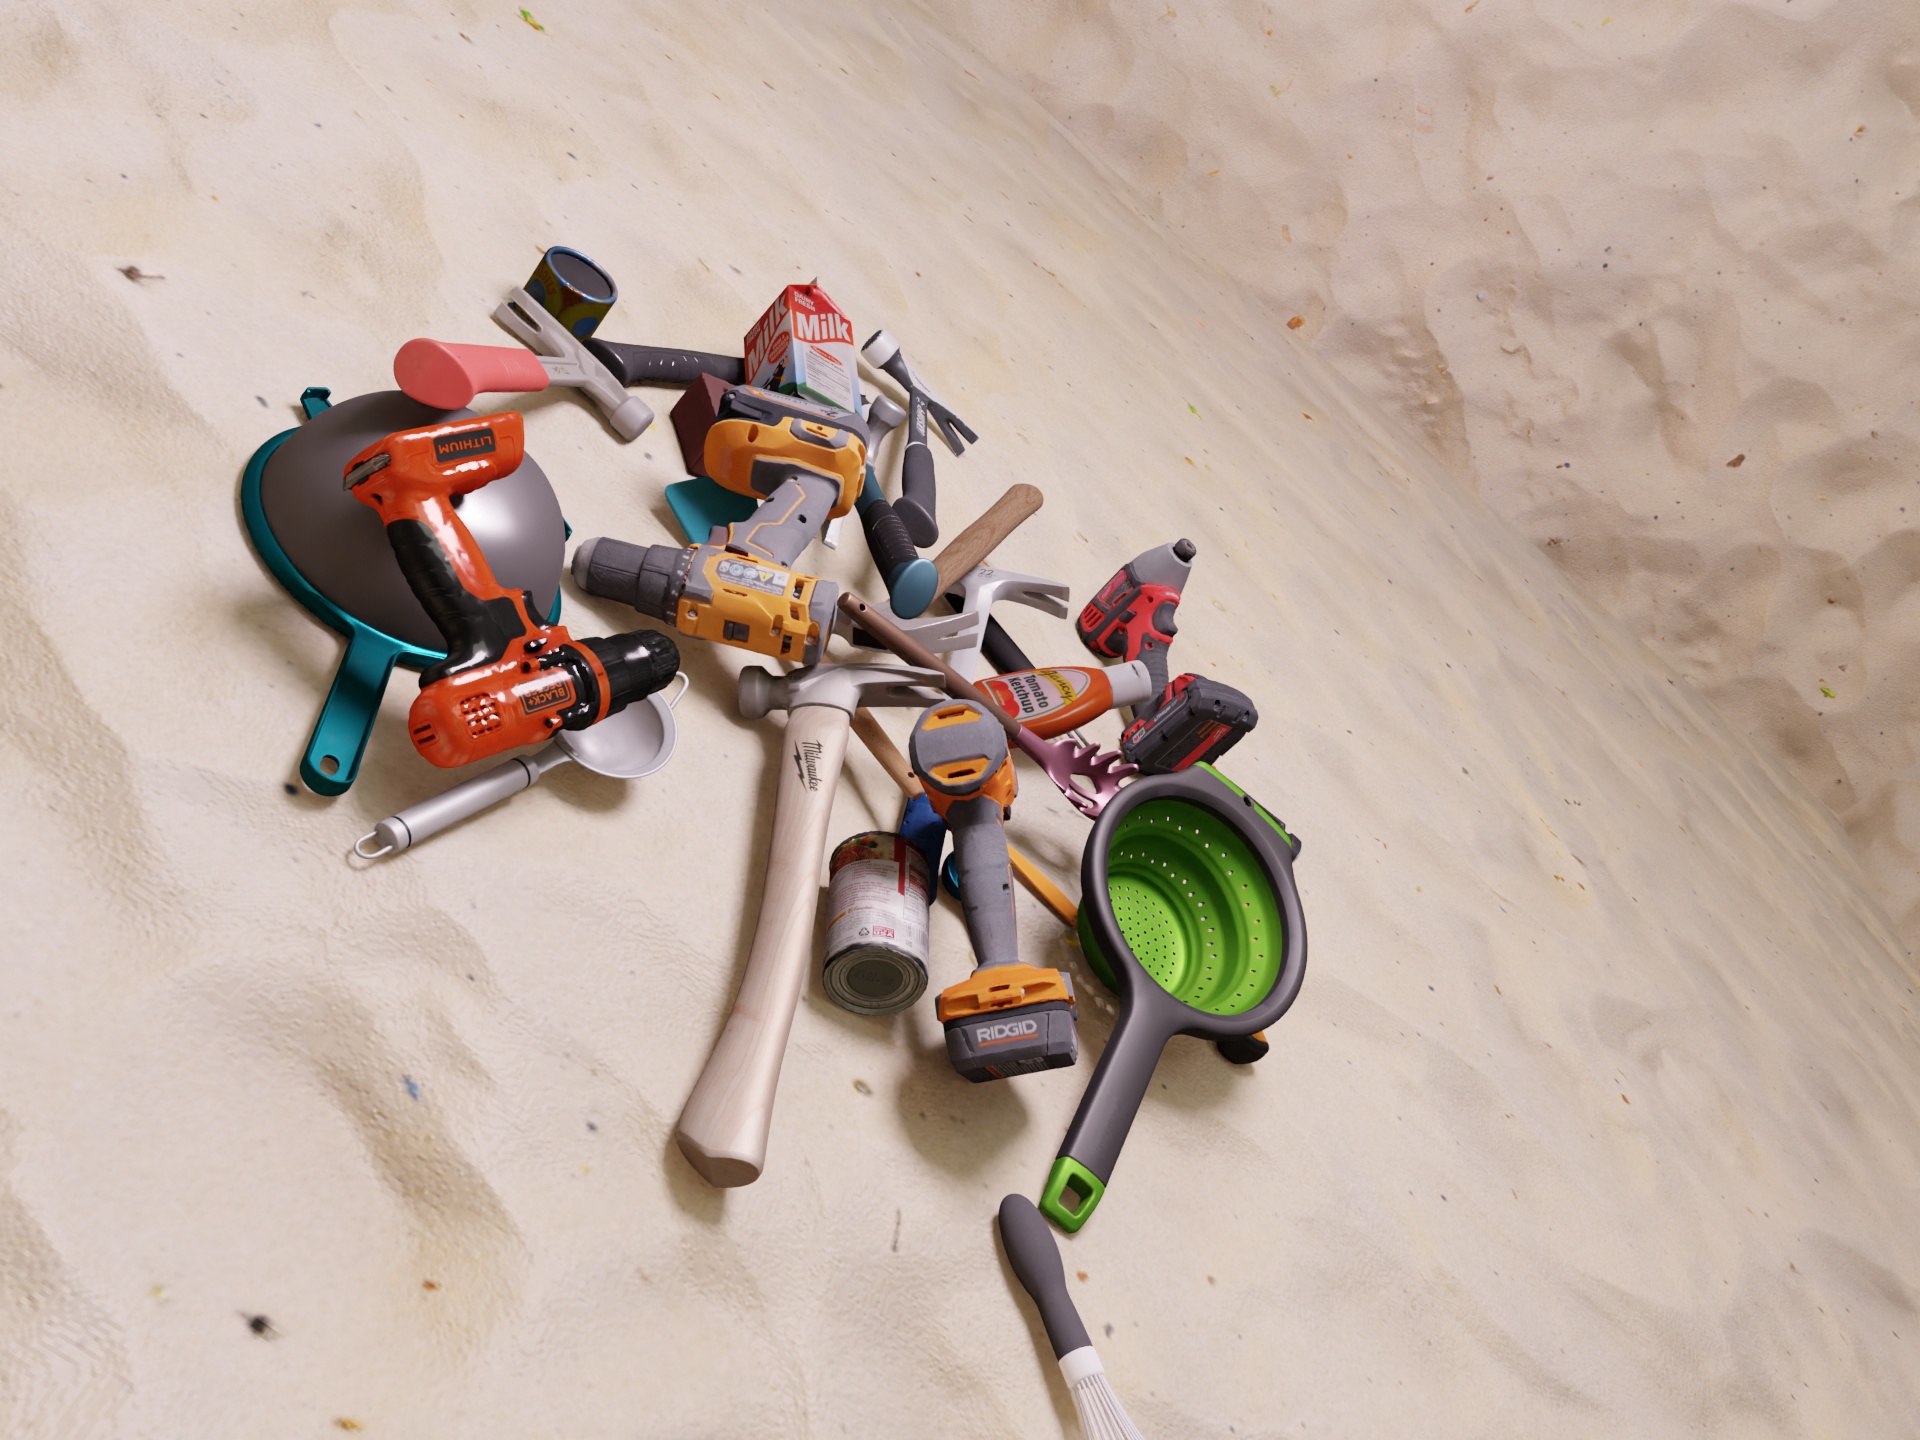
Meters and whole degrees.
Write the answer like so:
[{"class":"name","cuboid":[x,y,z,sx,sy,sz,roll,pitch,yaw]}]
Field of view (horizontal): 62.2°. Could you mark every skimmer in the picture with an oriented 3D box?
[{"class":"skimmer","cuboid":[0.117,-0.006,1.378,0.363,0.090,0.127,51,37,12]}]

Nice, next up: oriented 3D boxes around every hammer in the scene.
[{"class":"hammer","cuboid":[-0.002,-0.004,1.243,0.144,0.035,0.406,6,39,5]},{"class":"hammer","cuboid":[-0.314,-0.250,1.102,0.149,0.036,0.359,42,11,-6]},{"class":"hammer","cuboid":[-0.209,-0.318,1.427,0.146,0.035,0.334,54,32,15]},{"class":"hammer","cuboid":[0.240,0.167,1.371,0.127,0.034,0.337,39,30,-12]},{"class":"hammer","cuboid":[-0.002,-0.135,1.349,0.130,0.031,0.331,15,33,19]},{"class":"hammer","cuboid":[-0.096,0.102,0.983,0.146,0.038,0.411,0,41,5]},{"class":"hammer","cuboid":[-0.064,-0.159,1.252,0.033,0.128,0.331,29,16,-23]},{"class":"hammer","cuboid":[-0.037,-0.249,1.474,0.149,0.036,0.409,44,19,-22]}]

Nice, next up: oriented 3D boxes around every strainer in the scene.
[{"class":"strainer","cuboid":[-0.324,-0.096,0.950,0.210,0.095,0.341,29,32,-25]},{"class":"strainer","cuboid":[-0.254,0.027,0.938,0.087,0.050,0.258,46,36,8]}]

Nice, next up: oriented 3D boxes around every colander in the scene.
[{"class":"colander","cuboid":[0.123,0.203,1.150,0.204,0.094,0.397,41,48,-9]}]

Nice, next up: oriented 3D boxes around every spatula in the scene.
[{"class":"spatula","cuboid":[-0.117,-0.065,1.192,0.082,0.044,0.318,-15,56,-41]}]

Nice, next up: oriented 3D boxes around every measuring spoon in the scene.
[{"class":"measuring spoon","cuboid":[0.013,0.153,1.136,0.042,0.021,0.129,9,54,-47]},{"class":"measuring spoon","cuboid":[0.058,0.126,1.227,0.117,0.011,0.021,45,29,-7]}]

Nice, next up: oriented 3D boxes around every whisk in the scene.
[{"class":"whisk","cuboid":[0.079,0.392,0.884,0.070,0.070,0.285,14,36,-41]}]

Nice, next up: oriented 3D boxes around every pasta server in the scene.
[{"class":"pasta server","cuboid":[0.028,-0.007,1.175,0.316,0.040,0.060,37,55,-35]}]

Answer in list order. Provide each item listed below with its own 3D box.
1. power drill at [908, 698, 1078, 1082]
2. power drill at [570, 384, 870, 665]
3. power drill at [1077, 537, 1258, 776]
[{"class":"power drill","cuboid":[0.020,0.115,1.036,0.164,0.084,0.227,69,11,-72]},{"class":"power drill","cuboid":[-0.167,-0.147,1.163,0.185,0.084,0.226,14,49,-3]},{"class":"power drill","cuboid":[0.191,-0.063,1.491,0.078,0.143,0.220,18,41,-34]}]
